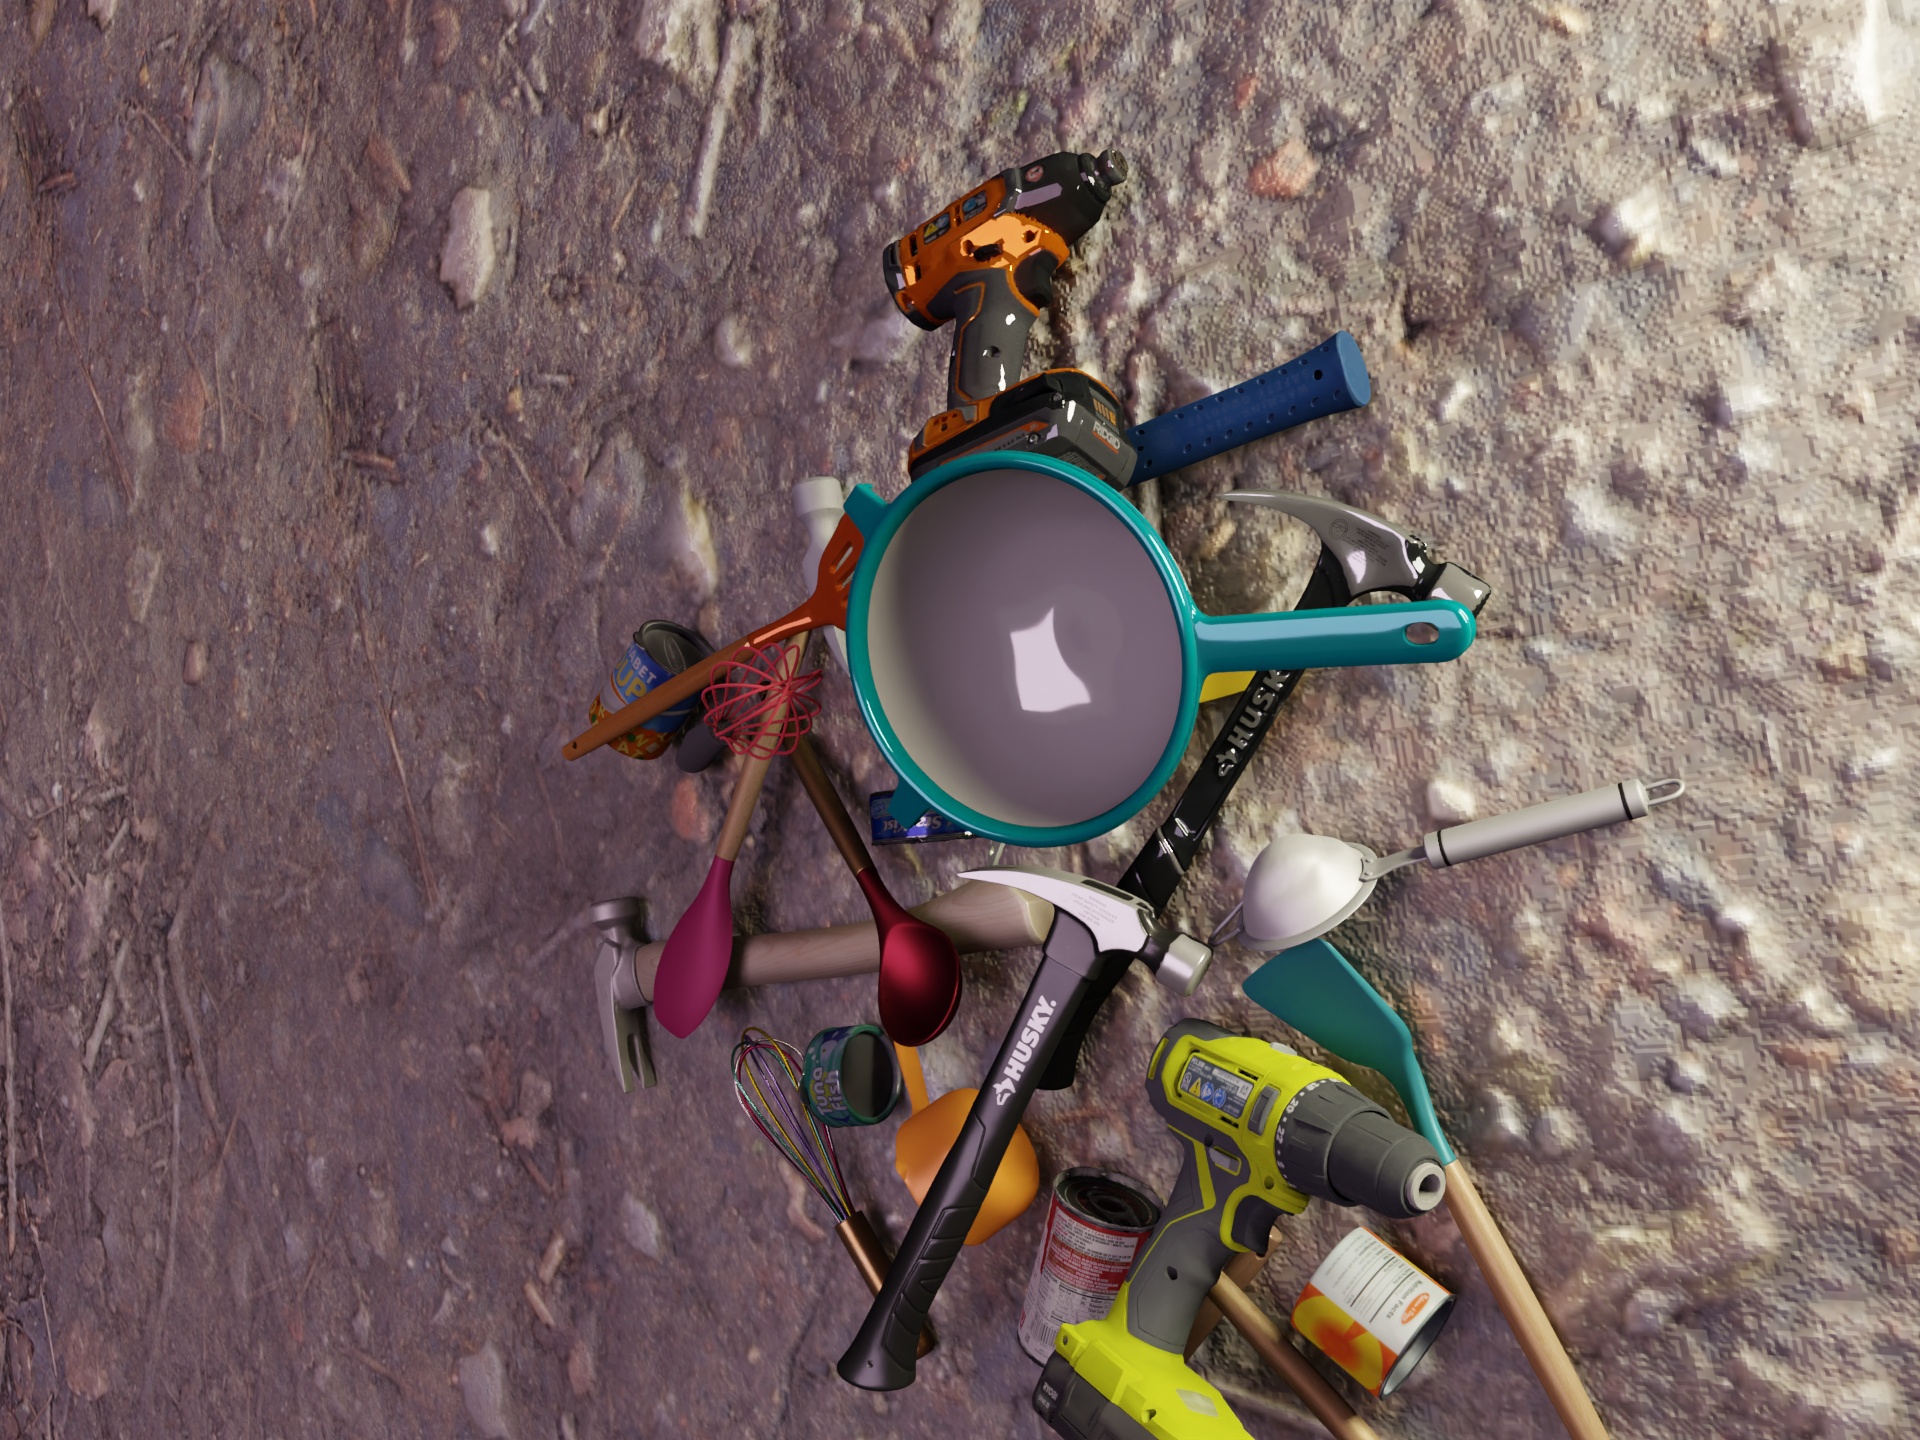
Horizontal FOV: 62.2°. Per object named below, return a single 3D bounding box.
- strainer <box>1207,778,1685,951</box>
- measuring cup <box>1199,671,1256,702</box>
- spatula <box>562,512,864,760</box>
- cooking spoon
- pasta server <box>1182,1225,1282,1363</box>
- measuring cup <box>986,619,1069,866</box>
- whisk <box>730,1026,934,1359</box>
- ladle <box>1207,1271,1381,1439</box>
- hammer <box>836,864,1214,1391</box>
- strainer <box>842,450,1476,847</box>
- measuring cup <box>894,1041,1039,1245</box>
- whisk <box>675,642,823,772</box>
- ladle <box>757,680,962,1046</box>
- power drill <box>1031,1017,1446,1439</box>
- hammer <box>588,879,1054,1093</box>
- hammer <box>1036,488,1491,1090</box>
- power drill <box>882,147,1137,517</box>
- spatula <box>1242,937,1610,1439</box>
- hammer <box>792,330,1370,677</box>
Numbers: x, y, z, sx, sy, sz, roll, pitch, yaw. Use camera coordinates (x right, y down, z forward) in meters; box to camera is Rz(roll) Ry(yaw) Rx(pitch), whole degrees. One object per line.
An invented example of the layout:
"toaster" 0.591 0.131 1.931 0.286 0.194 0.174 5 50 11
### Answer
"strainer" 0.238 0.067 0.821 0.258 0.087 0.050 -19 113 25
"measuring cup" 0.125 -0.016 0.934 0.156 0.029 0.062 -17 86 24
"spatula" -0.163 -0.044 1.082 0.322 0.041 0.081 -28 72 26
"cooking spoon" -0.156 0.071 1.107 0.069 0.017 0.319 26 100 40
"pasta server" 0.097 0.416 0.943 0.060 0.040 0.316 31 110 -3
"measuring cup" 0.024 0.008 0.955 0.083 0.038 0.168 156 130 -72
"whisk" -0.086 0.314 1.068 0.047 0.051 0.245 -36 77 18
"ladle" 0.230 0.389 0.834 0.320 0.062 0.078 43 116 32
"hammer" 0.008 0.239 0.914 0.146 0.035 0.334 28 100 19
"strainer" 0.102 -0.045 0.833 0.340 0.095 0.211 -2 102 31
"measuring cup" -0.004 0.240 1.005 0.052 0.095 0.174 -38 48 20
"whisk" -0.152 0.002 1.051 0.296 0.073 0.073 155 107 -67
"ladle" -0.074 0.083 1.047 0.069 0.031 0.316 -45 52 17
"power drill" 0.141 0.281 0.817 0.191 0.080 0.228 13 78 60
"hammer" -0.108 0.172 1.101 0.410 0.038 0.146 -14 83 36
"hammer" 0.126 0.056 0.910 0.149 0.036 0.408 35 114 16
"power drill" 0.037 -0.229 0.934 0.164 0.084 0.227 -24 57 30
"spatula" 0.254 0.258 0.820 0.318 0.044 0.082 63 147 17
"hammer" 0.057 -0.137 0.974 0.405 0.035 0.144 -17 80 36
